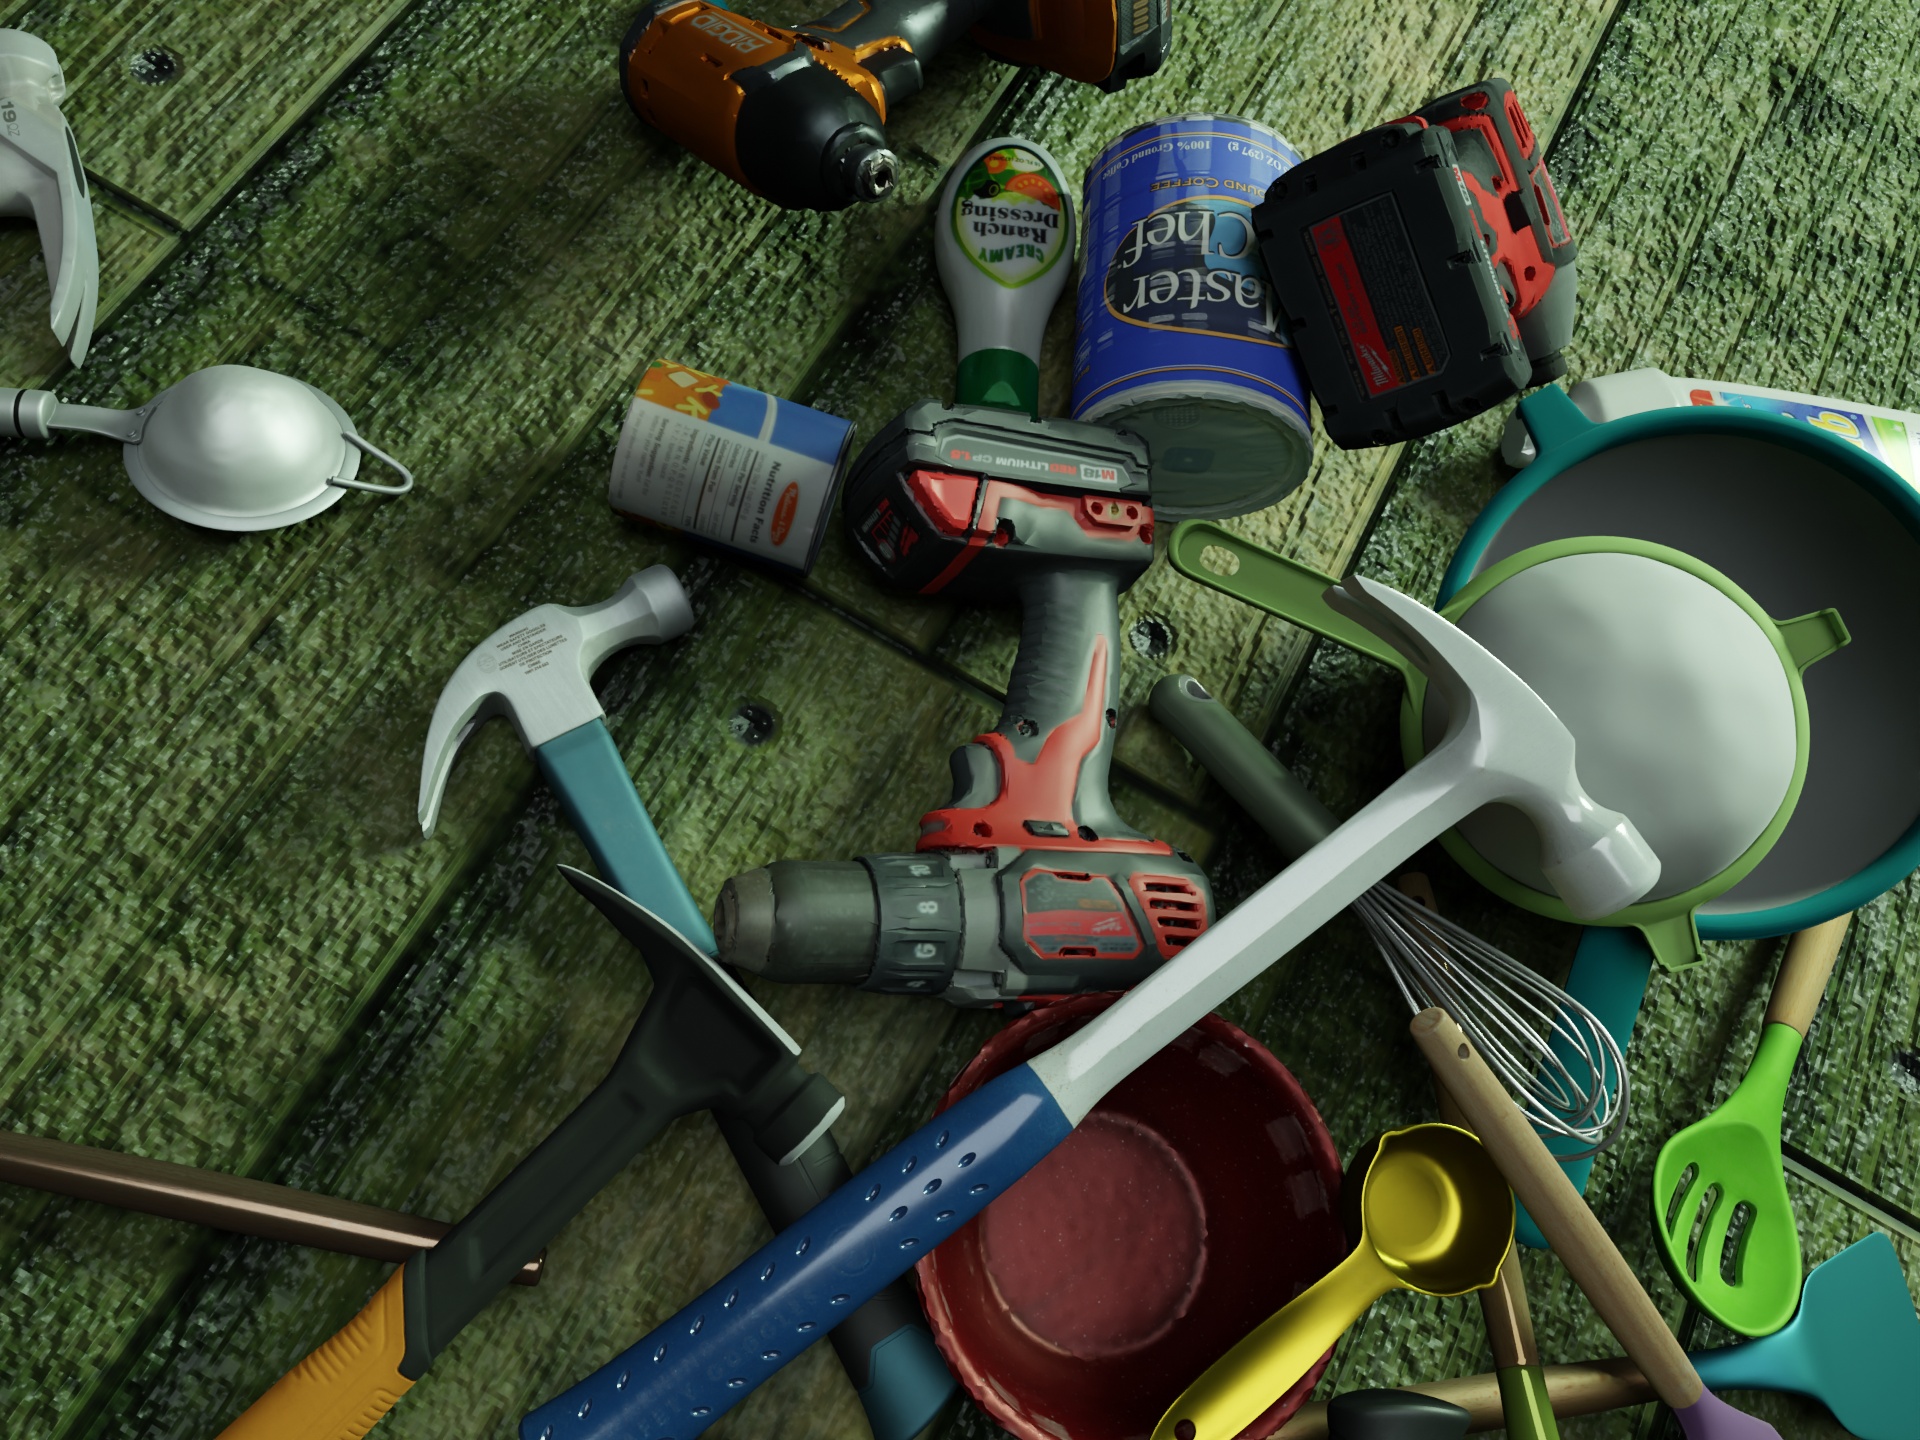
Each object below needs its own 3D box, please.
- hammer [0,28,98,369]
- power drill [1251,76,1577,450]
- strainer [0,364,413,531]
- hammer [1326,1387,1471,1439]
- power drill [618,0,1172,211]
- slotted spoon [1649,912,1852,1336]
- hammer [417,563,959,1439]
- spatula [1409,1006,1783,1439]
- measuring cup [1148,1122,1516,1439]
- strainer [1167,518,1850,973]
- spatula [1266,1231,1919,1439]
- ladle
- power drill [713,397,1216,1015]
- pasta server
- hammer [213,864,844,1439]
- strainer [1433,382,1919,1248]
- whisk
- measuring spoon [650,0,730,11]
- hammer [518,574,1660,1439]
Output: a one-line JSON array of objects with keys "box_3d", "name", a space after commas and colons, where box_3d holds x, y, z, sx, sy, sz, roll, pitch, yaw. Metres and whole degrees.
[{"box_3d": [-0.537, -0.171, 0.592, 0.386, 0.038, 0.143, -13, 75, -16], "name": "hammer"}, {"box_3d": [0.215, -0.196, 0.691, 0.220, 0.078, 0.143, -37, 107, -51], "name": "power drill"}, {"box_3d": [-0.347, -0.117, 0.611, 0.258, 0.050, 0.087, 4, 54, -7], "name": "strainer"}, {"box_3d": [0.088, 0.373, 0.496, 0.146, 0.035, 0.335, 27, 75, 0], "name": "hammer"}, {"box_3d": [-0.015, -0.294, 0.696, 0.226, 0.084, 0.164, -32, 51, -20], "name": "power drill"}, {"box_3d": [0.350, 0.111, 0.661, 0.070, 0.031, 0.314, 37, 61, -1], "name": "slotted spoon"}, {"box_3d": [-0.091, 0.103, 0.583, 0.128, 0.033, 0.331, -26, 77, -20], "name": "hammer"}, {"box_3d": [0.237, 0.217, 0.549, 0.060, 0.018, 0.315, -45, 109, -27], "name": "spatula"}, {"box_3d": [0.121, 0.196, 0.540, 0.156, 0.029, 0.062, -35, 85, -14], "name": "measuring cup"}, {"box_3d": [0.196, -0.022, 0.594, 0.256, 0.069, 0.151, 25, 88, 9], "name": "strainer"}, {"box_3d": [0.234, 0.253, 0.600, 0.317, 0.044, 0.082, -4, 71, -8], "name": "spatula"}, {"box_3d": [0.196, 0.207, 0.575, 0.078, 0.062, 0.320, -12, 59, 14], "name": "ladle"}, {"box_3d": [-0.001, -0.002, 0.605, 0.187, 0.080, 0.227, 4, 72, -22], "name": "power drill"}, {"box_3d": [-0.295, 0.148, 0.522, 0.316, 0.040, 0.060, 15, 77, -7], "name": "pasta server"}, {"box_3d": [-0.196, 0.201, 0.503, 0.127, 0.034, 0.337, 43, 75, 5], "name": "hammer"}, {"box_3d": [0.278, 0.045, 0.658, 0.211, 0.095, 0.340, 18, 88, 10], "name": "strainer"}, {"box_3d": [0.154, 0.066, 0.611, 0.057, 0.059, 0.247, -3, 43, -48], "name": "whisk"}, {"box_3d": [-0.127, -0.371, 0.758, 0.042, 0.021, 0.129, 2, 71, -11], "name": "measuring spoon"}, {"box_3d": [0.034, 0.110, 0.518, 0.405, 0.035, 0.144, -36, 87, -8], "name": "hammer"}]
